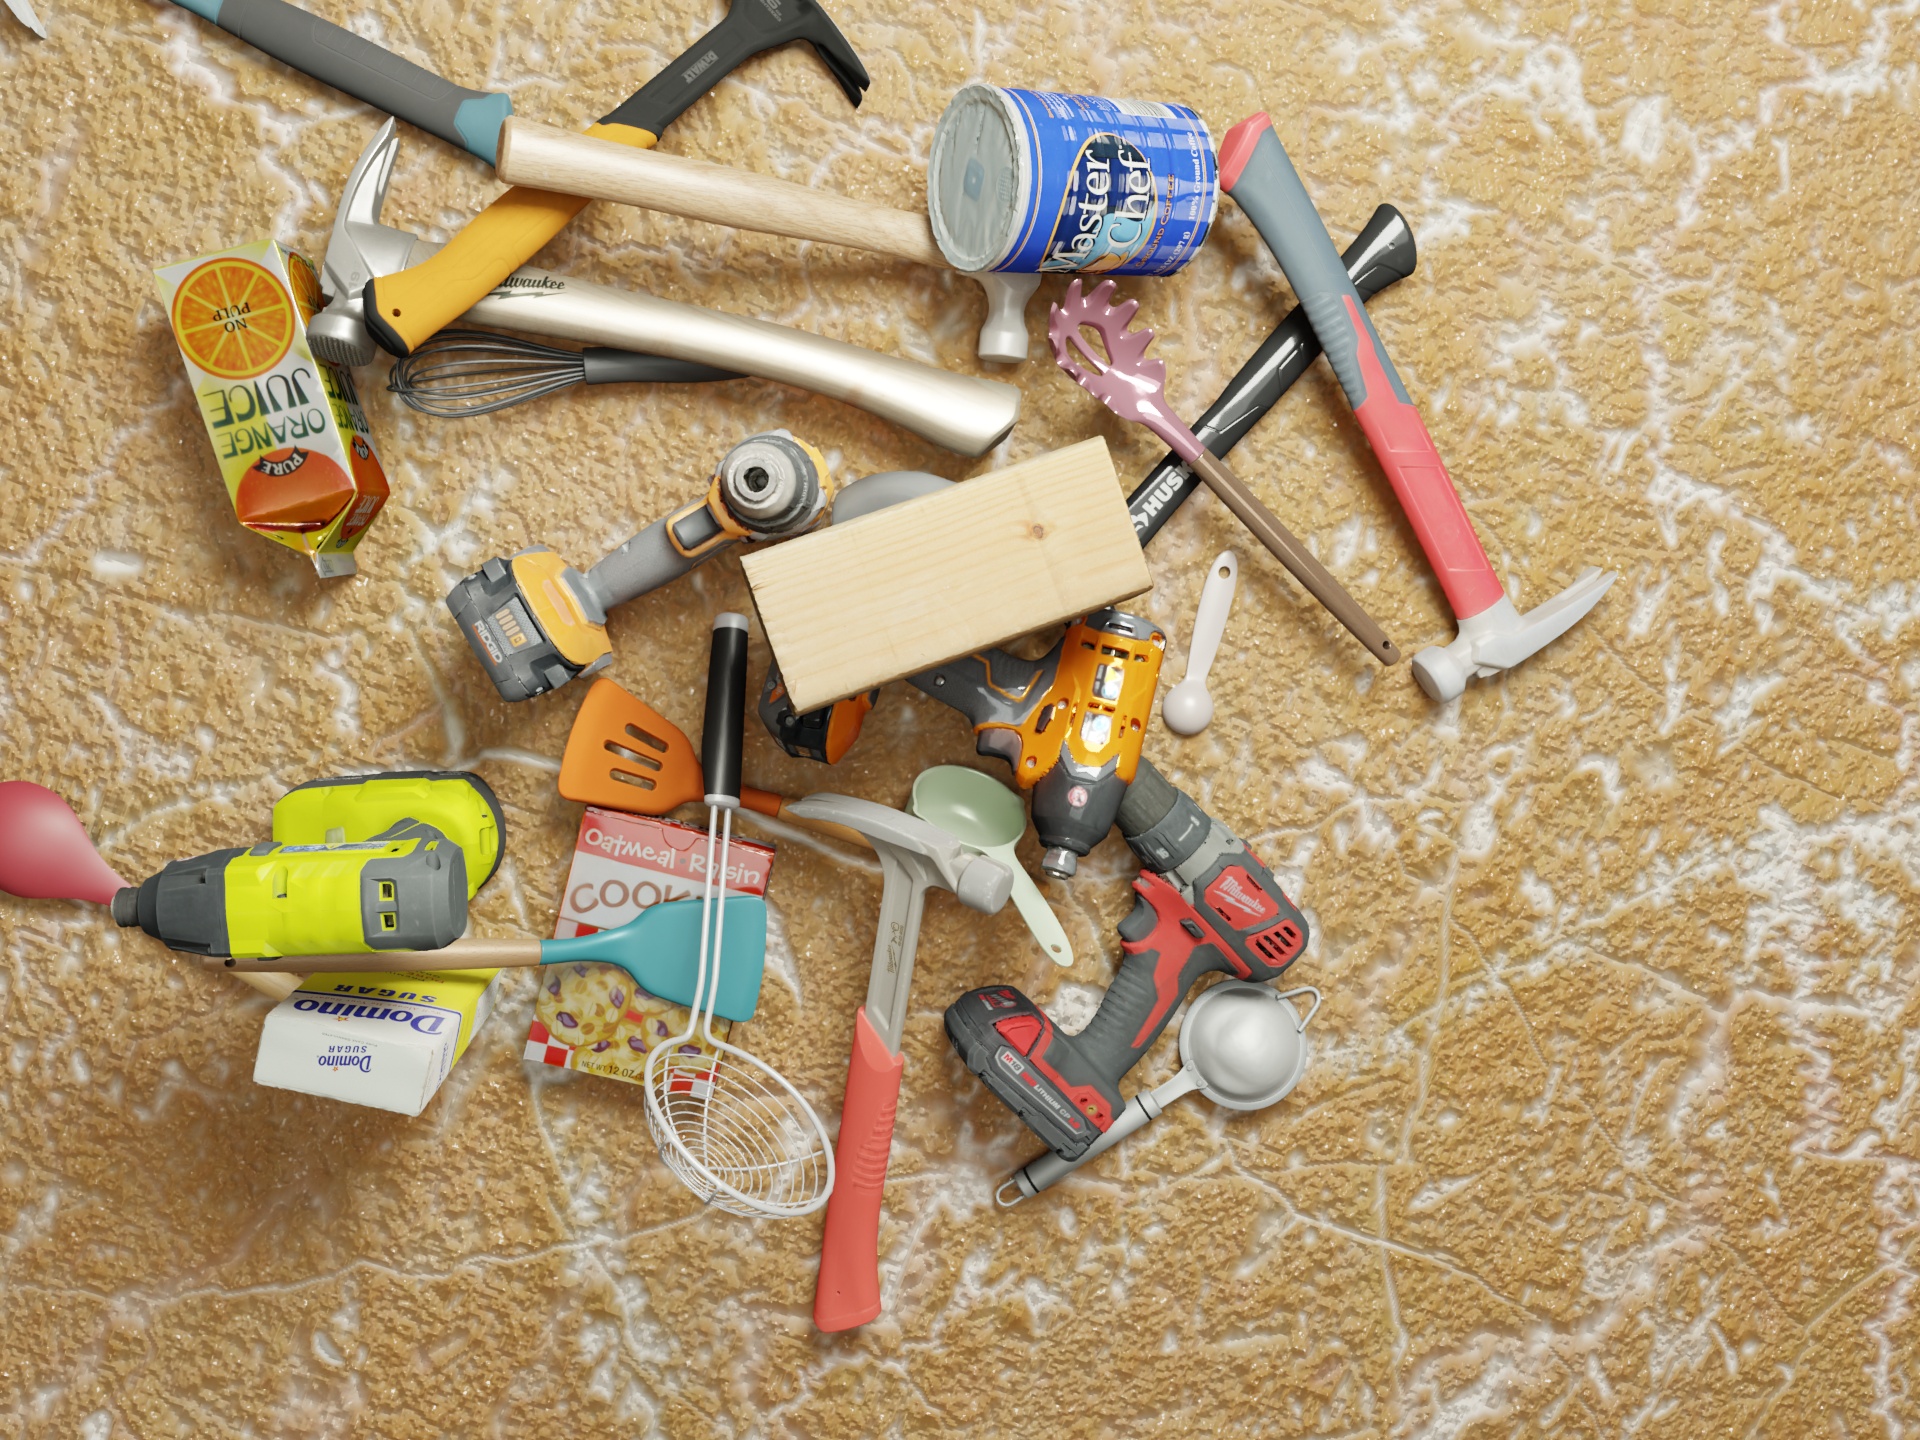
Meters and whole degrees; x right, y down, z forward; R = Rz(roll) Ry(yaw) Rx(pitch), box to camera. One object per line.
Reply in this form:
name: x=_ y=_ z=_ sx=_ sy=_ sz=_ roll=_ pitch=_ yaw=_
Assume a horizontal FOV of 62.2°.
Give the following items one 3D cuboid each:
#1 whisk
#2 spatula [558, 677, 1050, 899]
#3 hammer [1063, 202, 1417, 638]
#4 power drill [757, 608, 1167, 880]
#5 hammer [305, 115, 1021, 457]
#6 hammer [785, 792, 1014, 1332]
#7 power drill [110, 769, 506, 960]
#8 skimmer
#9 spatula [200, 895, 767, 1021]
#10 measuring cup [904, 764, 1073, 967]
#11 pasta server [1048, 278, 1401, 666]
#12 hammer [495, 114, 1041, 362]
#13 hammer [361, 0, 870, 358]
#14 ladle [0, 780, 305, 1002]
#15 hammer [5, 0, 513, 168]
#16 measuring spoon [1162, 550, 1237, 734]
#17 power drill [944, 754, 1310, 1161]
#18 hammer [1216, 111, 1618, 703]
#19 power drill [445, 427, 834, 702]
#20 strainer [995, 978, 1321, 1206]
whisk: x=-0.228 y=-0.216 z=0.974 sx=0.239 sy=0.055 sz=0.055 roll=-6 pitch=97 yaw=-10
spatula: x=-0.092 y=0.062 z=1.016 sx=0.322 sy=0.041 sz=0.081 roll=18 pitch=72 yaw=-9
hammer: x=0.167 y=-0.196 z=1.015 sx=0.146 sy=0.035 sz=0.335 roll=41 pitch=91 yaw=-9
power drill: x=-0.002 y=-0.003 z=0.964 sx=0.226 sy=0.084 sz=0.164 roll=13 pitch=77 yaw=4
hammer: x=-0.162 y=-0.240 z=0.952 sx=0.410 sy=0.038 sz=0.146 roll=12 pitch=75 yaw=-10
hammer: x=-0.063 y=0.227 z=1.003 sx=0.149 sy=0.036 sz=0.359 roll=19 pitch=111 yaw=26
power drill: x=-0.354 y=0.083 z=0.902 sx=0.171 sy=0.223 sz=0.080 roll=-2 pitch=96 yaw=-5
skimmer: x=-0.123 y=0.103 z=0.935 sx=0.127 sy=0.090 sz=0.363 roll=21 pitch=63 yaw=-47
spatula: x=-0.272 y=0.139 z=0.936 sx=0.317 sy=0.044 sz=0.082 roll=3 pitch=101 yaw=-28
measuring cup: x=0.020 y=0.097 z=0.983 sx=0.083 sy=0.168 sz=0.038 roll=-4 pitch=135 yaw=-34
pasta server: x=0.168 y=-0.146 z=0.985 sx=0.316 sy=0.040 sz=0.060 roll=44 pitch=80 yaw=-10
hammer: x=-0.100 y=-0.300 z=0.928 sx=0.331 sy=0.031 sz=0.130 roll=4 pitch=94 yaw=-27
hammer: x=-0.203 y=-0.320 z=0.920 sx=0.127 sy=0.034 sz=0.337 roll=46 pitch=73 yaw=-9
ladle: x=-0.480 y=0.137 z=0.997 sx=0.315 sy=0.031 sz=0.069 roll=33 pitch=92 yaw=-9
hammer: x=-0.418 y=-0.417 z=0.938 sx=0.331 sy=0.033 sz=0.128 roll=24 pitch=93 yaw=-7
measuring spoon: x=0.161 y=-0.051 z=1.038 sx=0.034 sy=0.018 sz=0.124 roll=13 pitch=94 yaw=-6
power drill: x=0.093 y=0.145 z=1.020 sx=0.226 sy=0.080 sz=0.187 roll=-44 pitch=105 yaw=-3
hammer: x=0.277 y=-0.204 z=0.994 sx=0.143 sy=0.038 sz=0.386 roll=-33 pitch=107 yaw=-2
power drill: x=-0.178 y=-0.097 z=0.921 sx=0.226 sy=0.185 sz=0.084 roll=-29 pitch=97 yaw=1
strainer: x=0.133 y=0.253 z=1.060 sx=0.258 sy=0.050 sz=0.087 roll=-33 pitch=82 yaw=2
